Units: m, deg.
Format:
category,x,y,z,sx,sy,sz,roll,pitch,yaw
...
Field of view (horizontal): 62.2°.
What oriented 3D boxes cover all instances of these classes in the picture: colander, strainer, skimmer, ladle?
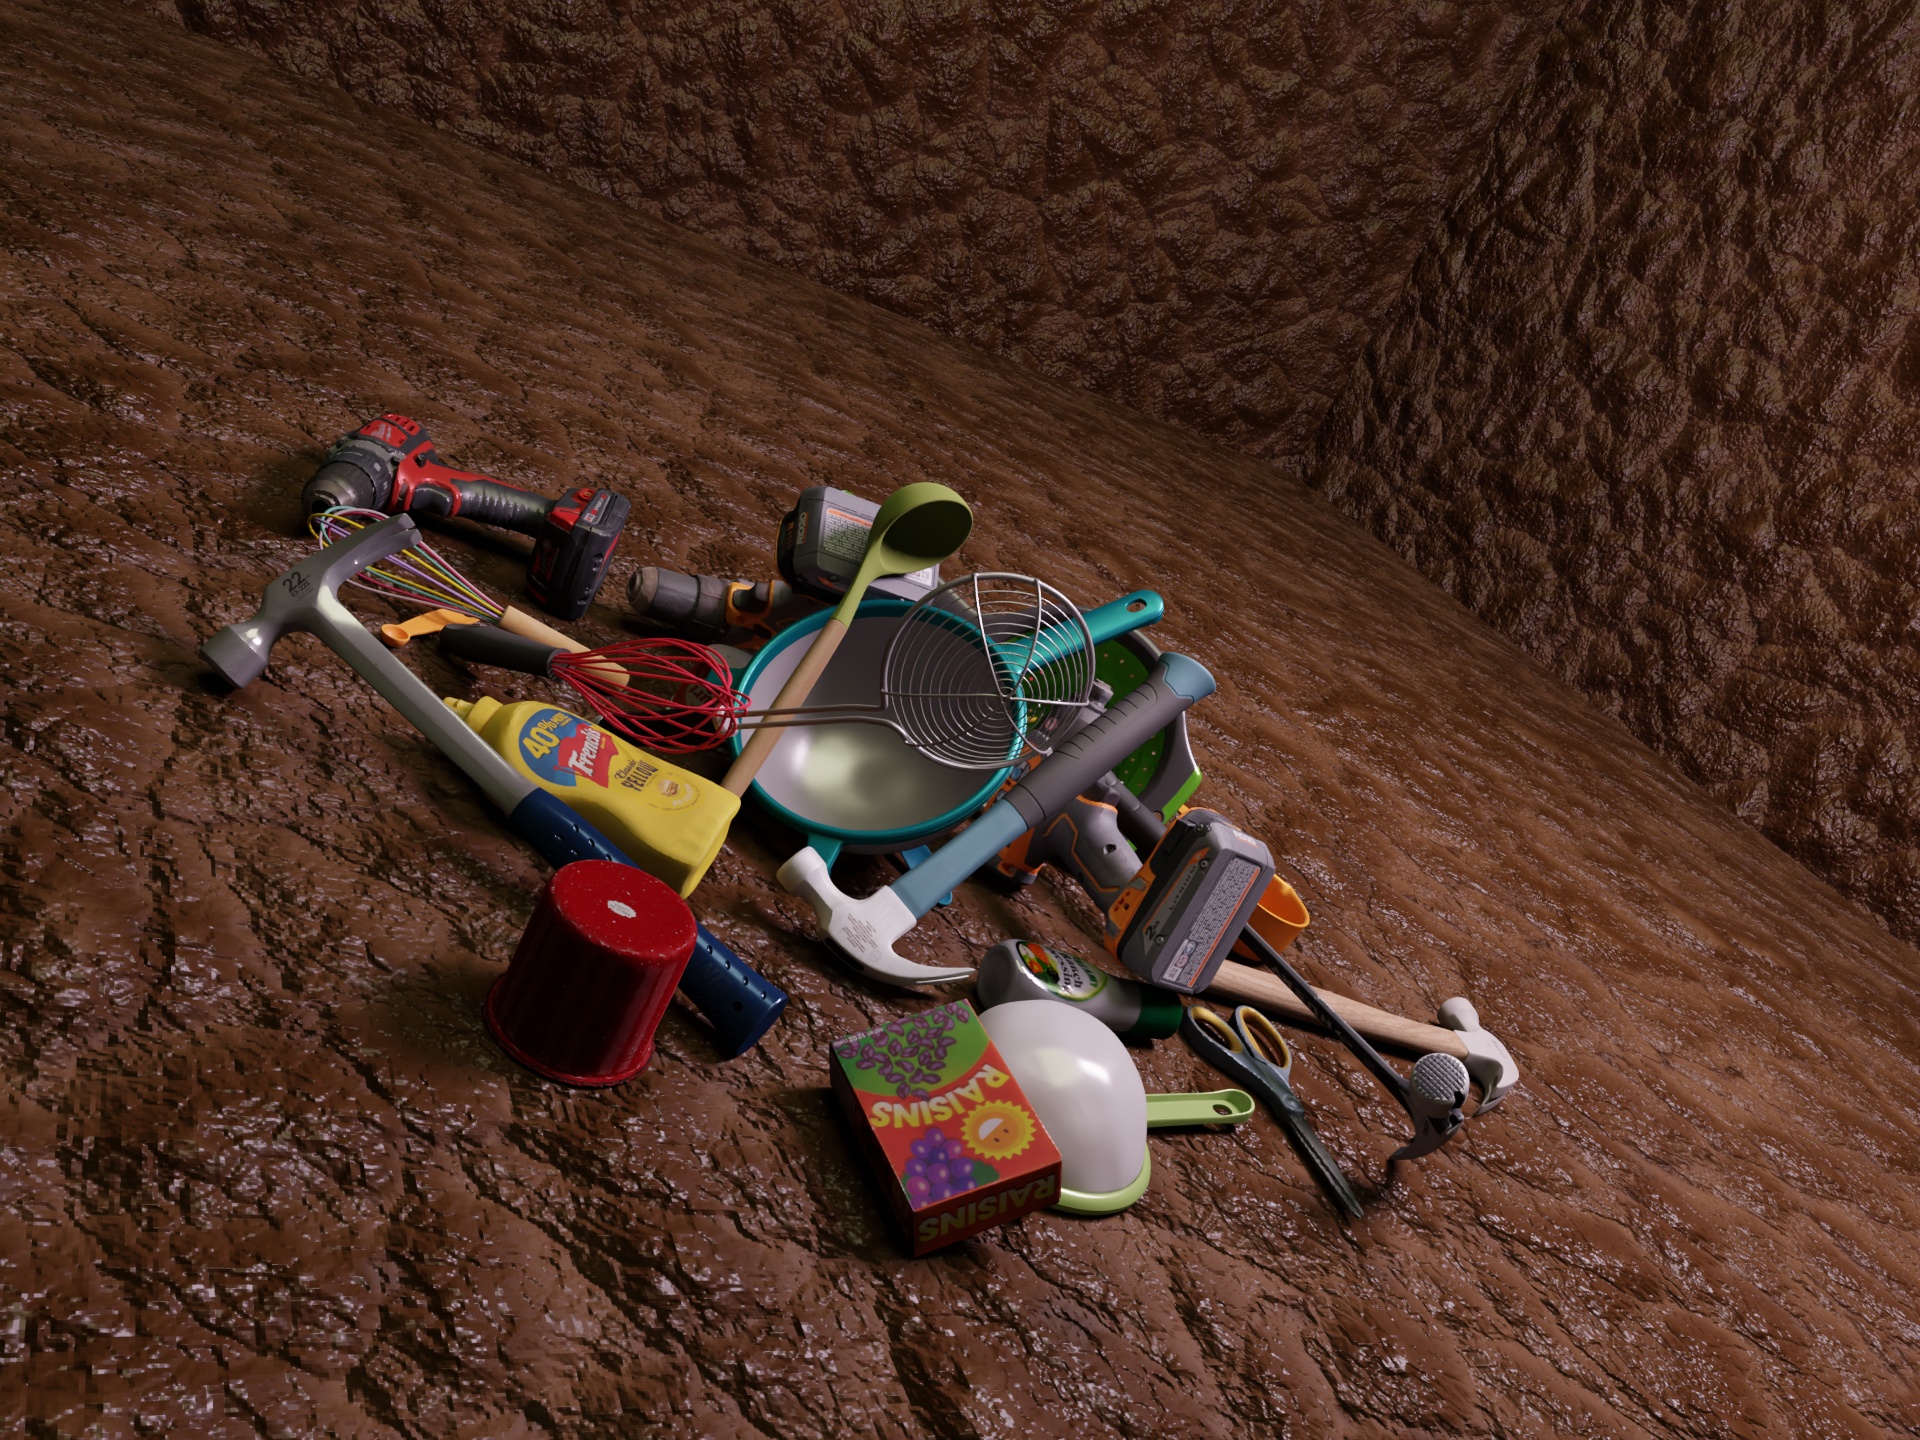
category,x,y,z,sx,sy,sz,roll,pitch,yaw
colander,0.028,-0.044,1.351,0.397,0.204,0.094,45,-7,13
strainer,0.100,0.220,0.969,0.256,0.069,0.152,9,28,-37
skimmer,-0.089,-0.019,1.015,0.363,0.127,0.090,-4,33,36
ladle,-0.088,-0.042,1.106,0.062,0.320,0.078,22,-26,17
strainer,-0.002,-0.004,1.166,0.340,0.095,0.211,-23,56,-16

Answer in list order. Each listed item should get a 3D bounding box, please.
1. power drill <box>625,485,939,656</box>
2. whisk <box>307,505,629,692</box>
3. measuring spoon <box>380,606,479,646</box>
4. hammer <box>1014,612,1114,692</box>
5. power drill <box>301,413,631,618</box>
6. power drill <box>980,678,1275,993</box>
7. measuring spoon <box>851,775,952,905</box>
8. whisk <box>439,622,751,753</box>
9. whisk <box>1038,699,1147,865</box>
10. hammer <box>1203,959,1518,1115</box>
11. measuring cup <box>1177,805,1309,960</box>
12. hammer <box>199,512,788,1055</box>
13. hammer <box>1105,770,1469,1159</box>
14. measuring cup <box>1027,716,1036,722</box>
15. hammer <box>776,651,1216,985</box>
category,x,y,z,sx,sy,sz,roll,pitch,yaw
power drill,-0.144,-0.107,1.258,0.185,0.226,0.084,17,66,-30
whisk,-0.349,-0.084,1.138,0.244,0.047,0.051,30,29,-20
measuring spoon,-0.375,-0.067,1.132,0.021,0.011,0.117,33,18,6
hammer,0.043,-0.025,1.508,0.143,0.038,0.386,34,22,11
power drill,-0.388,-0.161,1.242,0.226,0.080,0.188,21,22,-10
power drill,0.112,0.075,1.139,0.084,0.164,0.227,24,8,-43
measuring spoon,-0.041,0.093,1.168,0.042,0.021,0.129,-19,53,-23
whisk,-0.247,-0.032,1.035,0.296,0.073,0.073,13,9,37
whisk,0.132,0.063,1.390,0.070,0.070,0.285,14,30,-33
hammer,0.301,0.232,1.243,0.331,0.031,0.130,19,22,-21
measuring cup,0.209,0.129,1.322,0.095,0.052,0.174,6,33,-53
hammer,-0.255,0.037,0.920,0.406,0.144,0.035,40,-15,13
hammer,0.204,0.152,1.152,0.409,0.036,0.149,47,-17,34
measuring cup,-0.005,0.020,1.233,0.156,0.029,0.062,-9,7,34
hammer,0.045,0.054,1.056,0.331,0.033,0.128,-37,83,-23
